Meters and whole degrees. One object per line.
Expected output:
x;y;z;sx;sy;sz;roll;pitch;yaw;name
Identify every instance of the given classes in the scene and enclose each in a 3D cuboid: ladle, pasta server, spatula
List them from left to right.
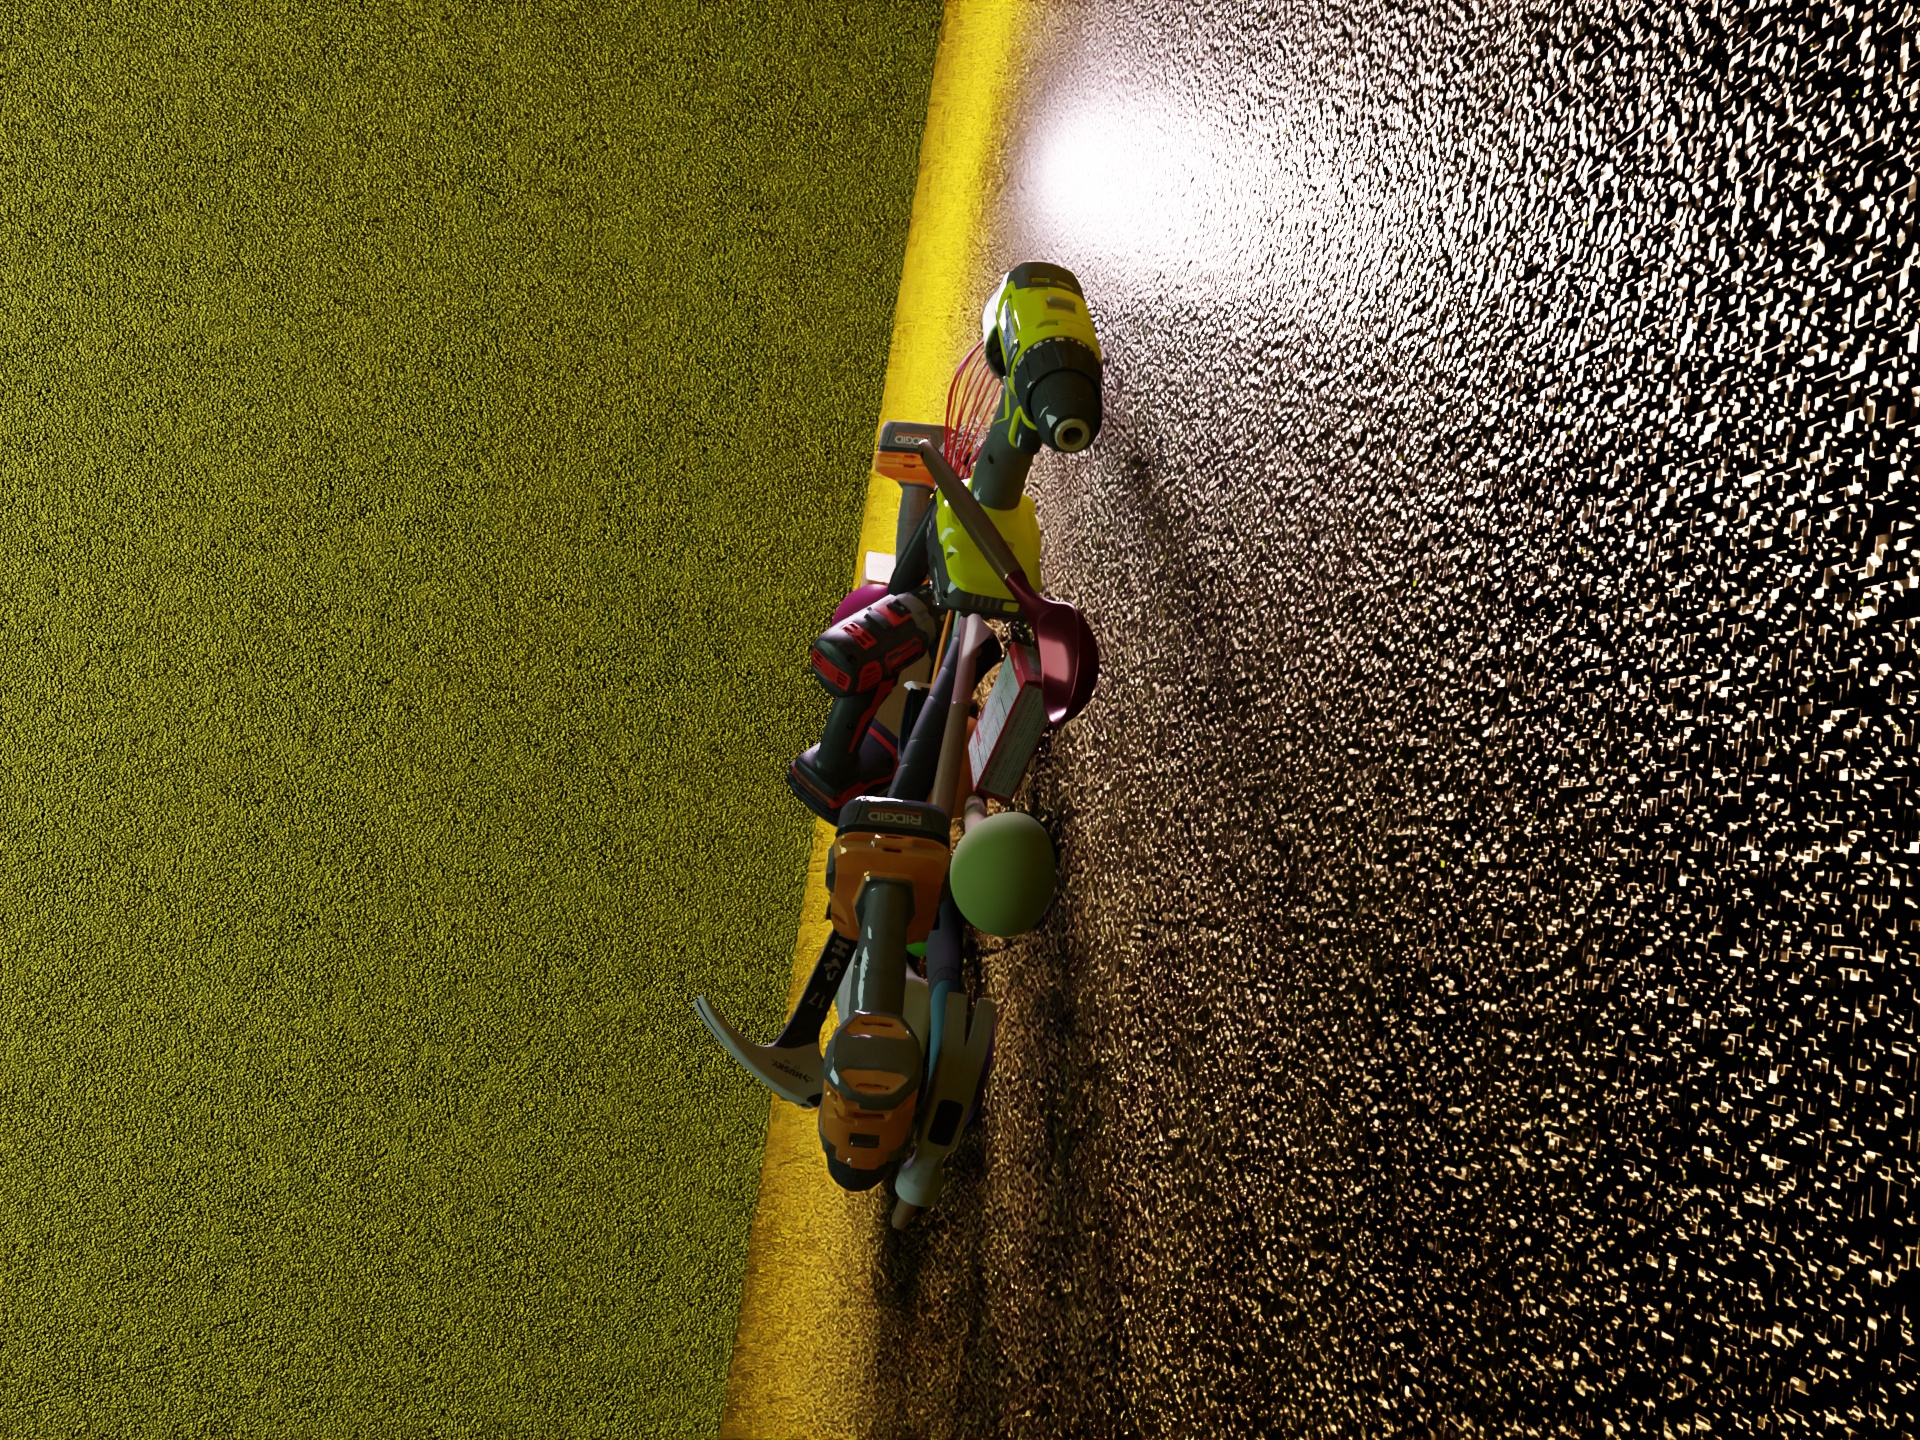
-0.014;0.305;1.153;0.315;0.018;0.060;110;169;-49;spatula
0.003;0.016;1.208;0.060;0.040;0.316;116;166;-69;pasta server
0.024;0.083;1.105;0.320;0.062;0.078;-95;20;-85;ladle
0.025;-0.103;1.028;0.316;0.031;0.069;-119;38;-47;ladle

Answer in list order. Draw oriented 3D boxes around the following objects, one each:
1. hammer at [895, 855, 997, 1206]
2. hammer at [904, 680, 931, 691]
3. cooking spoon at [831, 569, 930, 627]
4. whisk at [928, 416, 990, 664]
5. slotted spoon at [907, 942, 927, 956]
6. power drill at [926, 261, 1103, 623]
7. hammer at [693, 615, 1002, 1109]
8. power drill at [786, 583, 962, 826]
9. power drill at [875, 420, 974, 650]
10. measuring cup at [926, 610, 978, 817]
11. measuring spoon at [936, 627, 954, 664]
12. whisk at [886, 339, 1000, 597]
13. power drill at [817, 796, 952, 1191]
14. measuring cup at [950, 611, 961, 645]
-0.012;0.193;1.151;0.331;0.033;0.128;-92;19;-67;hammer
-0.064;0.116;1.656;0.146;0.035;0.334;-99;20;-64;hammer
-0.044;-0.135;1.472;0.319;0.017;0.069;-34;63;49;cooking spoon
-0.002;-0.159;1.488;0.070;0.070;0.284;-89;7;-46;whisk
-0.062;0.122;1.510;0.314;0.031;0.070;-113;39;-63;slotted spoon
0.042;-0.182;1.119;0.191;0.080;0.228;-97;20;-48;power drill
-0.059;0.089;1.197;0.036;0.149;0.409;-42;22;61;hammer
-0.067;-0.027;1.450;0.188;0.080;0.226;-33;-28;-38;power drill
-0.040;-0.180;1.622;0.164;0.084;0.226;-6;-77;-76;power drill
-0.002;-0.004;1.309;0.095;0.052;0.174;153;128;-80;measuring cup
-0.008;-0.069;1.536;0.042;0.021;0.128;47;155;22;measuring spoon
-0.004;-0.208;1.357;0.073;0.073;0.295;-90;22;-48;whisk
-0.056;0.189;1.060;0.185;0.084;0.226;100;175;-52;power drill
0.019;-0.105;1.329;0.083;0.038;0.167;-94;13;-58;measuring cup
